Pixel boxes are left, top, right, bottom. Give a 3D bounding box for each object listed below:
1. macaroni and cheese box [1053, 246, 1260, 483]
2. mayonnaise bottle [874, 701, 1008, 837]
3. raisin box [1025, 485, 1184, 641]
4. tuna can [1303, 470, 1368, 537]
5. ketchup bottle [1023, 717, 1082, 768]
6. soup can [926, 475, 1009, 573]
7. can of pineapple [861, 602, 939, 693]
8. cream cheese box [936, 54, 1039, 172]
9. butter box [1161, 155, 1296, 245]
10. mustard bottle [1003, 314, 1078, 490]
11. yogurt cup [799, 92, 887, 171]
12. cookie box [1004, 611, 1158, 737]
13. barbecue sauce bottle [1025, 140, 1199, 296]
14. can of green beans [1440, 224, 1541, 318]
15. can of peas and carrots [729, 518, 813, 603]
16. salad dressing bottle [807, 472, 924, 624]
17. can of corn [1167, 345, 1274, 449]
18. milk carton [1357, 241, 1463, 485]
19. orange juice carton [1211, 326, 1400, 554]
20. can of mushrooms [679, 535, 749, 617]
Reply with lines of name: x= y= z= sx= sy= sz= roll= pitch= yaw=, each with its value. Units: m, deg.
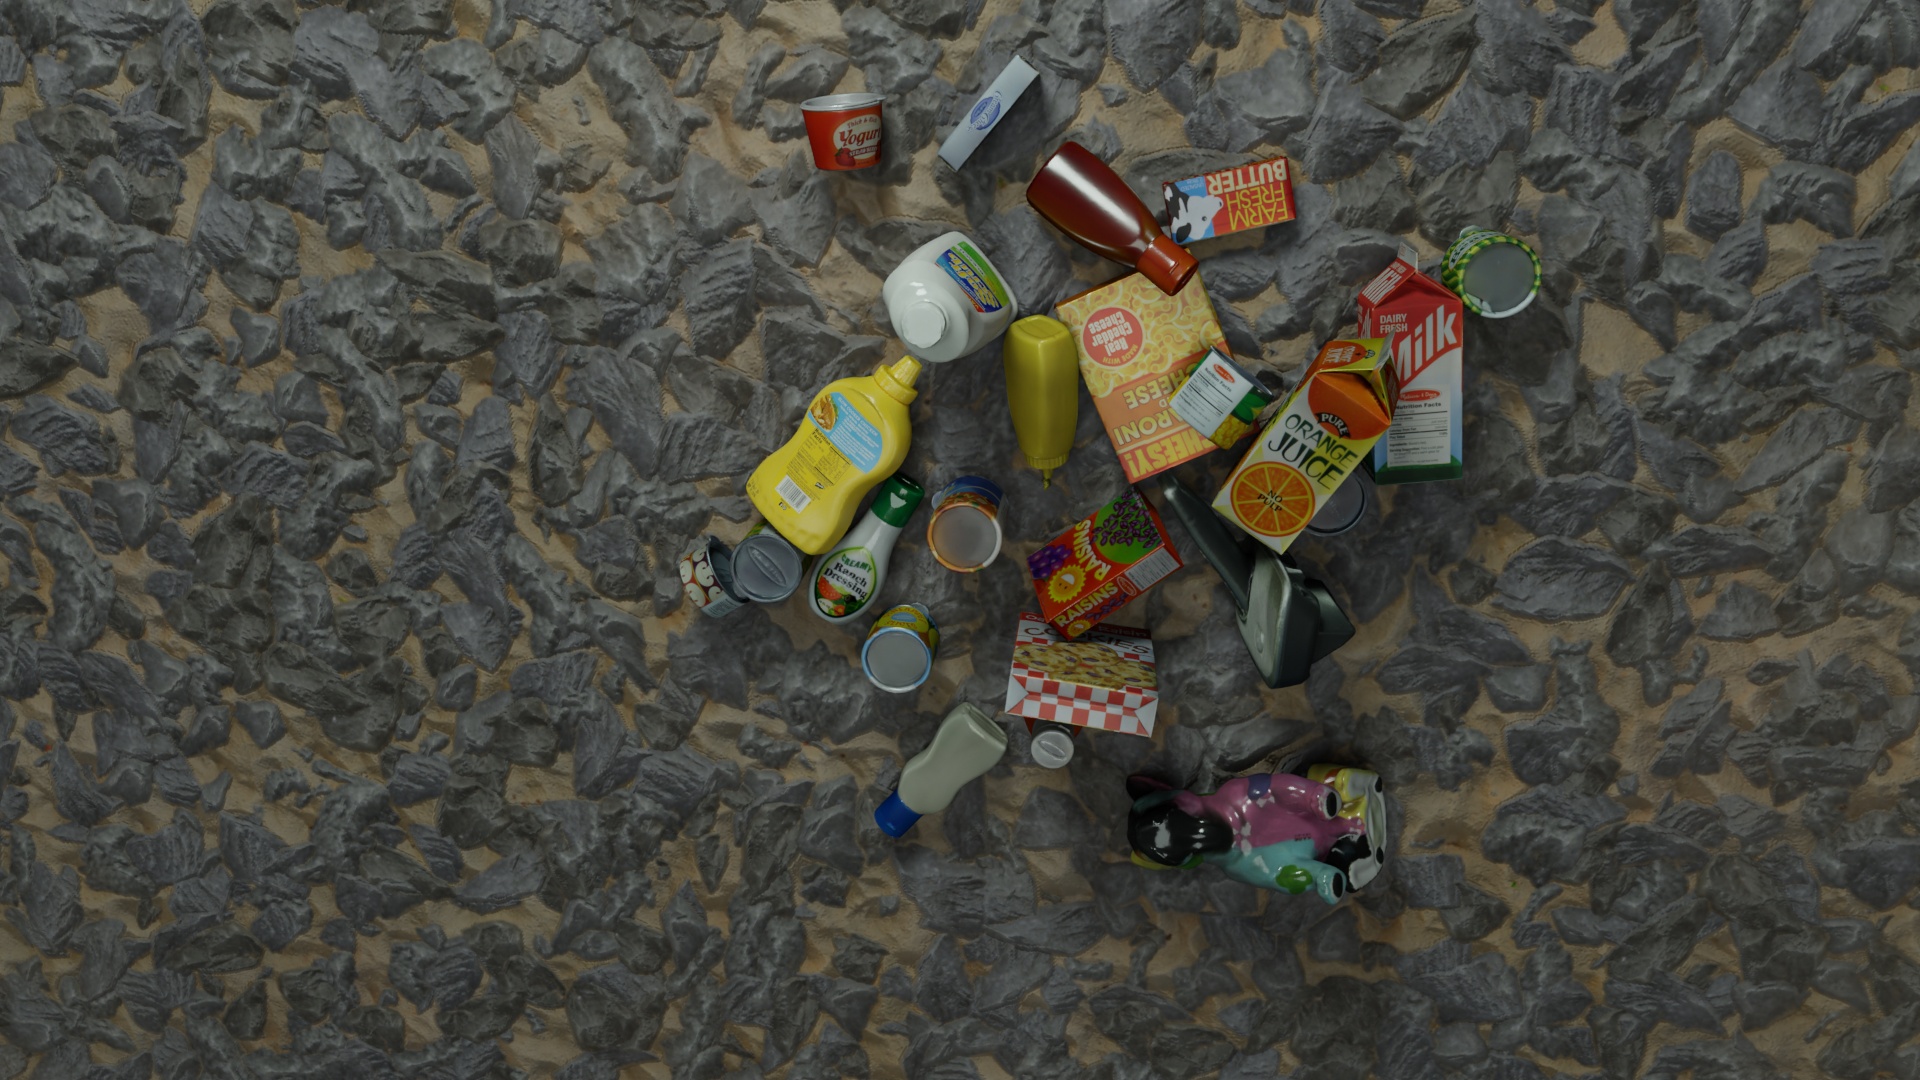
macaroni and cheese box: x=0.169 y=-0.149 z=1.189 sx=0.123 sy=0.040 sz=0.166 roll=-22 pitch=104 yaw=11
mayonnaise bottle: x=-0.023 y=0.223 z=1.325 sx=0.065 sy=0.041 sz=0.147 roll=41 pitch=108 yaw=-6
raisin box: x=0.124 y=0.020 z=1.220 sx=0.123 sy=0.086 sz=0.040 roll=-35 pitch=130 yaw=15
tuna can: x=0.318 y=-0.037 z=1.214 sx=0.071 sy=0.033 sz=0.070 roll=2 pitch=108 yaw=5
ketchup bottle: x=0.083 y=0.153 z=1.235 sx=0.065 sy=0.149 sz=0.043 roll=31 pitch=107 yaw=-5
soup can: x=0.004 y=-0.015 z=1.224 sx=0.071 sy=0.084 sz=0.071 roll=2 pitch=108 yaw=6
can of pineapple: x=-0.055 y=0.098 z=1.279 sx=0.071 sy=0.058 sz=0.070 roll=2 pitch=108 yaw=5
cream cheese box: x=0.023 y=-0.349 z=1.133 sx=0.024 sy=0.053 sz=0.103 roll=40 pitch=107 yaw=-10
butter box: x=0.222 y=-0.281 z=1.151 sx=0.103 sy=0.024 sz=0.053 roll=-11 pitch=107 yaw=9
mustard bottle: x=0.072 y=-0.113 z=1.196 sx=0.049 sy=0.065 sz=0.159 roll=-24 pitch=130 yaw=-23
yogurt cup: x=-0.095 y=-0.336 z=1.144 sx=0.072 sy=0.073 sz=0.053 roll=-2 pitch=116 yaw=6
cookie box: x=0.106 y=0.114 z=1.211 sx=0.123 sy=0.168 sz=0.040 roll=9 pitch=106 yaw=3
barbecue sauce bottle: x=0.127 y=-0.258 z=1.134 sx=0.149 sy=0.044 sz=0.065 roll=42 pitch=98 yaw=11
can of green beans: x=0.432 y=-0.218 z=1.133 sx=0.071 sy=0.058 sz=0.071 roll=2 pitch=108 yaw=5
can of peas and carrots: x=-0.172 y=0.018 z=1.265 sx=0.071 sy=0.059 sz=0.070 roll=2 pitch=108 yaw=6
salad dressing bottle: x=-0.085 y=0.007 z=1.260 sx=0.064 sy=0.044 sz=0.147 roll=32 pitch=107 yaw=-2
can of corn: x=0.214 y=-0.116 z=1.140 sx=0.071 sy=0.071 sz=0.058 roll=37 pitch=107 yaw=-7
milk carton: x=0.372 y=-0.148 z=1.153 sx=0.073 sy=0.072 sz=0.189 roll=-4 pitch=108 yaw=7
orange juice carton: x=0.289 y=-0.088 z=1.119 sx=0.073 sy=0.072 sz=0.191 roll=35 pitch=126 yaw=3
can of mushrooms: x=-0.225 y=0.033 z=1.272 sx=0.033 sy=0.071 sz=0.071 roll=-29 pitch=103 yaw=15
